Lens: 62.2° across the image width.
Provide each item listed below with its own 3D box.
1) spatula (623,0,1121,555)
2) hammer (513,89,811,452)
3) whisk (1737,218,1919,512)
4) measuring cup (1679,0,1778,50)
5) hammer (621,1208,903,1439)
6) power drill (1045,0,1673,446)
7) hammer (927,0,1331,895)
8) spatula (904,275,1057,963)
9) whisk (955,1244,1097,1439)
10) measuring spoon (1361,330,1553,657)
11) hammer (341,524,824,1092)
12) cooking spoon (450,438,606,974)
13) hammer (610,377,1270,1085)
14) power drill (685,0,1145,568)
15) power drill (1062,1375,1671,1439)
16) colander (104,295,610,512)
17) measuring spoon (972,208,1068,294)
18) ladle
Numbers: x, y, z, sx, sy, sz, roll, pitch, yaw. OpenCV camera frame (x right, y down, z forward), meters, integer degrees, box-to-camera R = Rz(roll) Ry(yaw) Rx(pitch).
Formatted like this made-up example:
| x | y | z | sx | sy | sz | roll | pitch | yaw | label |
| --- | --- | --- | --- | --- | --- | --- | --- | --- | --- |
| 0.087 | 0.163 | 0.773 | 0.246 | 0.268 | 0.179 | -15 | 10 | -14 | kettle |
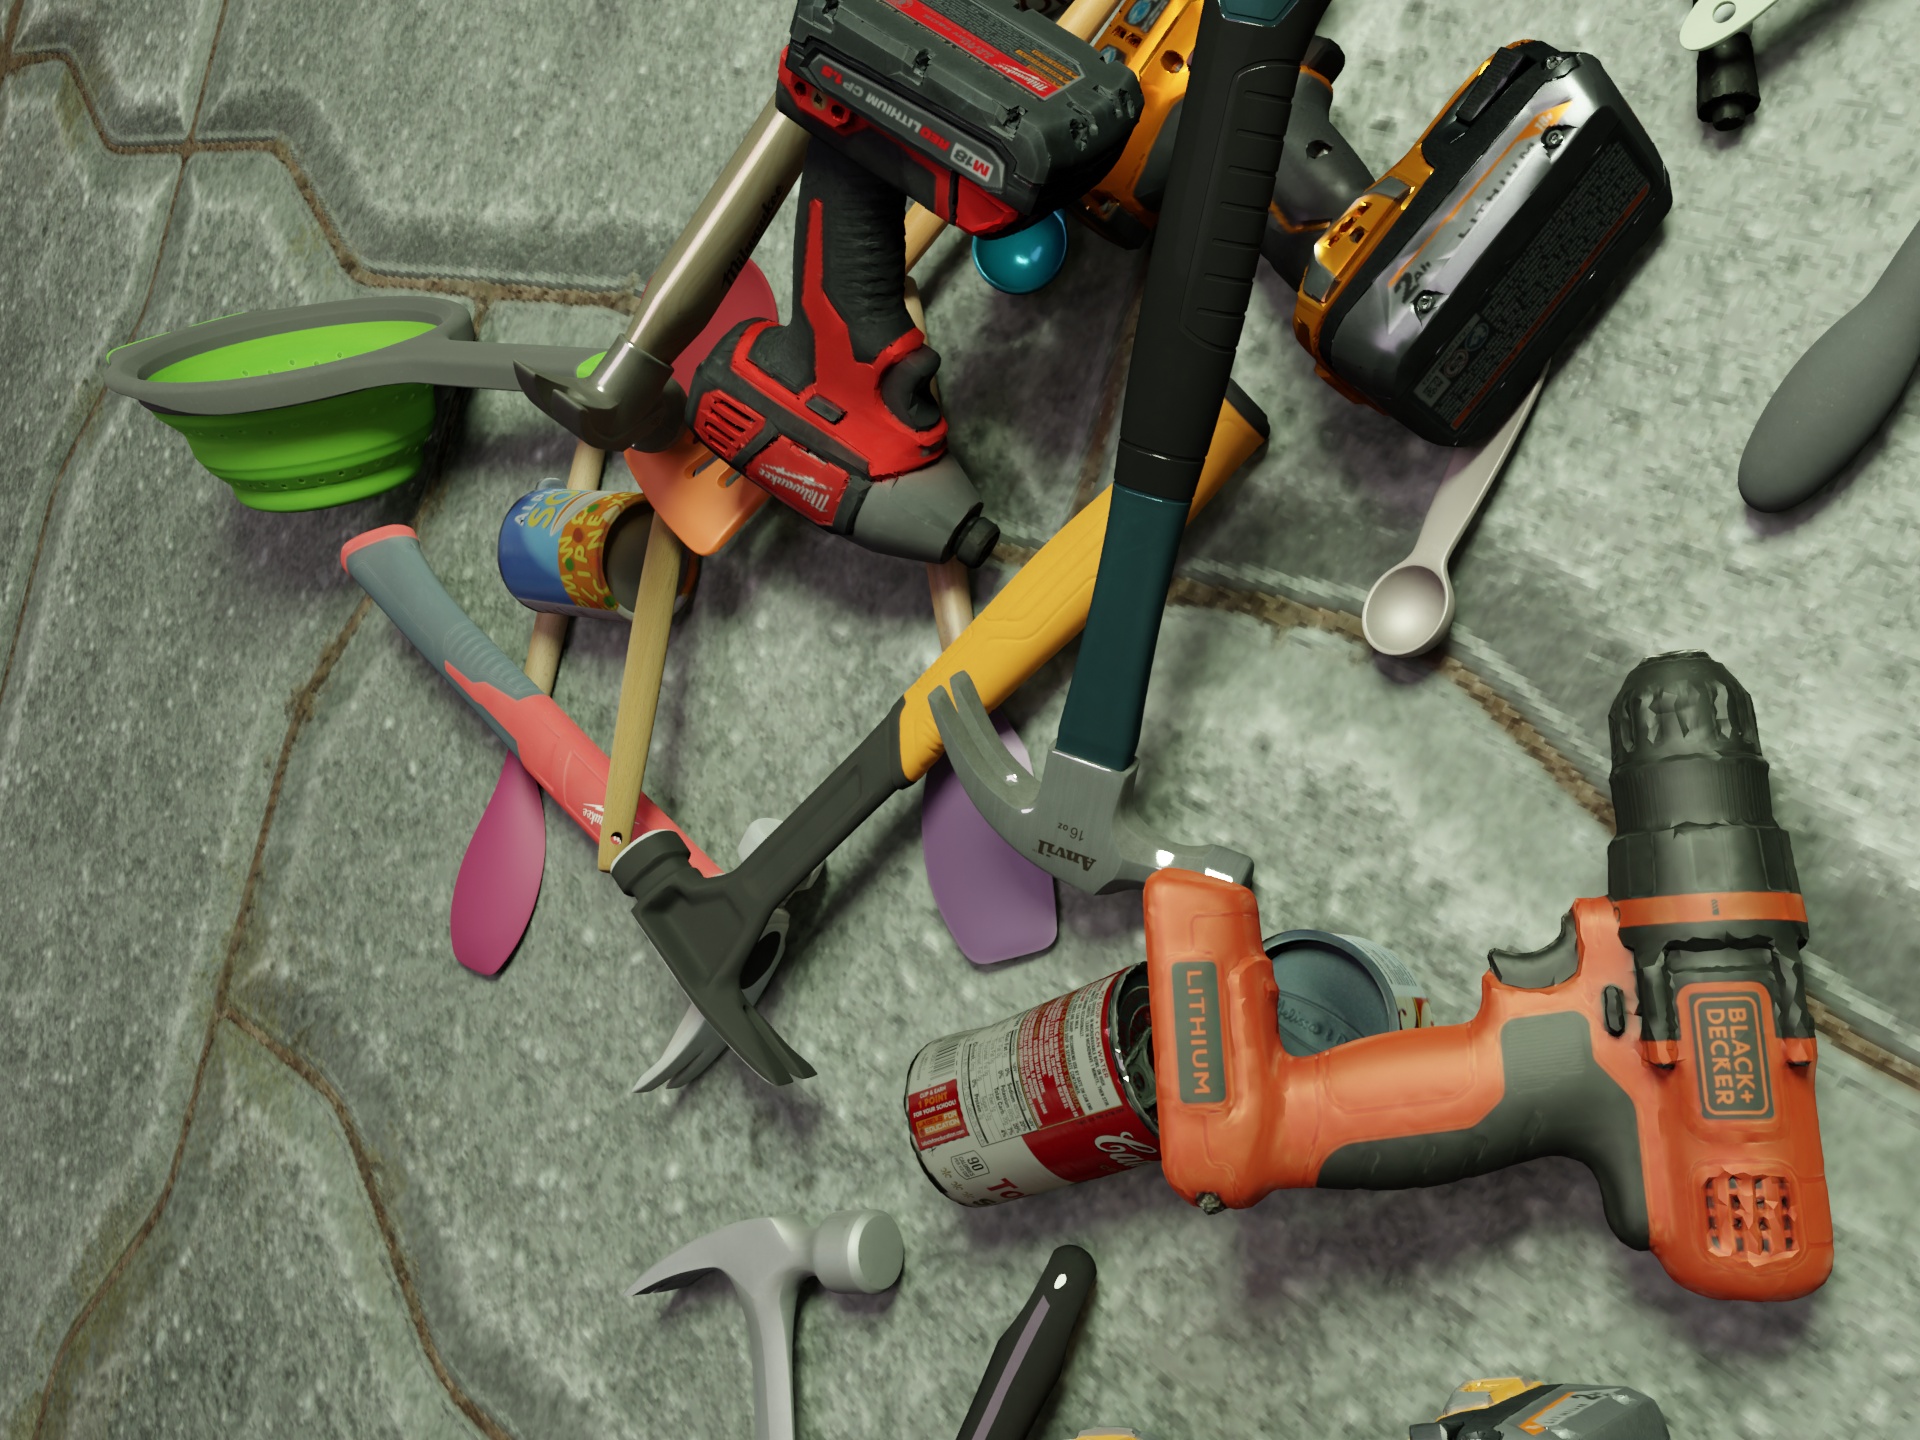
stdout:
| x | y | z | sx | sy | sz | roll | pitch | yaw | label |
| --- | --- | --- | --- | --- | --- | --- | --- | --- | --- |
| -0.031 | -0.209 | 0.701 | 0.322 | 0.041 | 0.081 | -47 | 65 | 21 | spatula |
| -0.041 | -0.285 | 0.640 | 0.038 | 0.146 | 0.410 | 36 | 98 | 0 | hammer |
| 0.303 | -0.177 | 0.423 | 0.070 | 0.070 | 0.284 | 48 | 123 | 35 | whisk |
| 0.294 | -0.258 | 0.473 | 0.167 | 0.038 | 0.083 | -40 | 59 | 29 | measuring cup |
| -0.073 | 0.411 | 0.643 | 0.144 | 0.035 | 0.406 | -16 | 72 | 36 | hammer |
| 0.134 | -0.217 | 0.568 | 0.164 | 0.084 | 0.227 | -53 | 50 | 16 | power drill |
| 0.069 | -0.090 | 0.531 | 0.128 | 0.033 | 0.330 | 19 | 116 | 18 | hammer |
| -0.006 | -0.053 | 0.689 | 0.060 | 0.018 | 0.316 | -18 | 71 | 29 | spatula |
| -0.021 | 0.329 | 0.579 | 0.073 | 0.073 | 0.296 | 22 | 81 | 40 | whisk |
| 0.177 | -0.077 | 0.550 | 0.034 | 0.018 | 0.124 | 28 | 93 | 52 | measuring spoon |
| -0.225 | 0.019 | 0.823 | 0.387 | 0.038 | 0.143 | 39 | 106 | 32 | hammer |
| -0.231 | -0.019 | 0.867 | 0.069 | 0.017 | 0.319 | 13 | 90 | 37 | cooking spoon |
| -0.001 | -0.002 | 0.641 | 0.337 | 0.034 | 0.127 | -45 | 69 | 15 | hammer |
| -0.022 | -0.160 | 0.612 | 0.143 | 0.078 | 0.219 | 35 | 137 | 8 | power drill |
| 0.075 | 0.246 | 0.460 | 0.226 | 0.185 | 0.084 | -18 | 69 | 32 | power drill |
| -0.317 | -0.170 | 0.907 | 0.397 | 0.204 | 0.094 | 11 | 122 | 30 | colander |
| 0.051 | -0.239 | 0.683 | 0.042 | 0.021 | 0.128 | 35 | 95 | 13 | measuring spoon |
| -0.140 | -0.082 | 0.761 | 0.031 | 0.069 | 0.315 | 140 | 139 | -69 | ladle |
